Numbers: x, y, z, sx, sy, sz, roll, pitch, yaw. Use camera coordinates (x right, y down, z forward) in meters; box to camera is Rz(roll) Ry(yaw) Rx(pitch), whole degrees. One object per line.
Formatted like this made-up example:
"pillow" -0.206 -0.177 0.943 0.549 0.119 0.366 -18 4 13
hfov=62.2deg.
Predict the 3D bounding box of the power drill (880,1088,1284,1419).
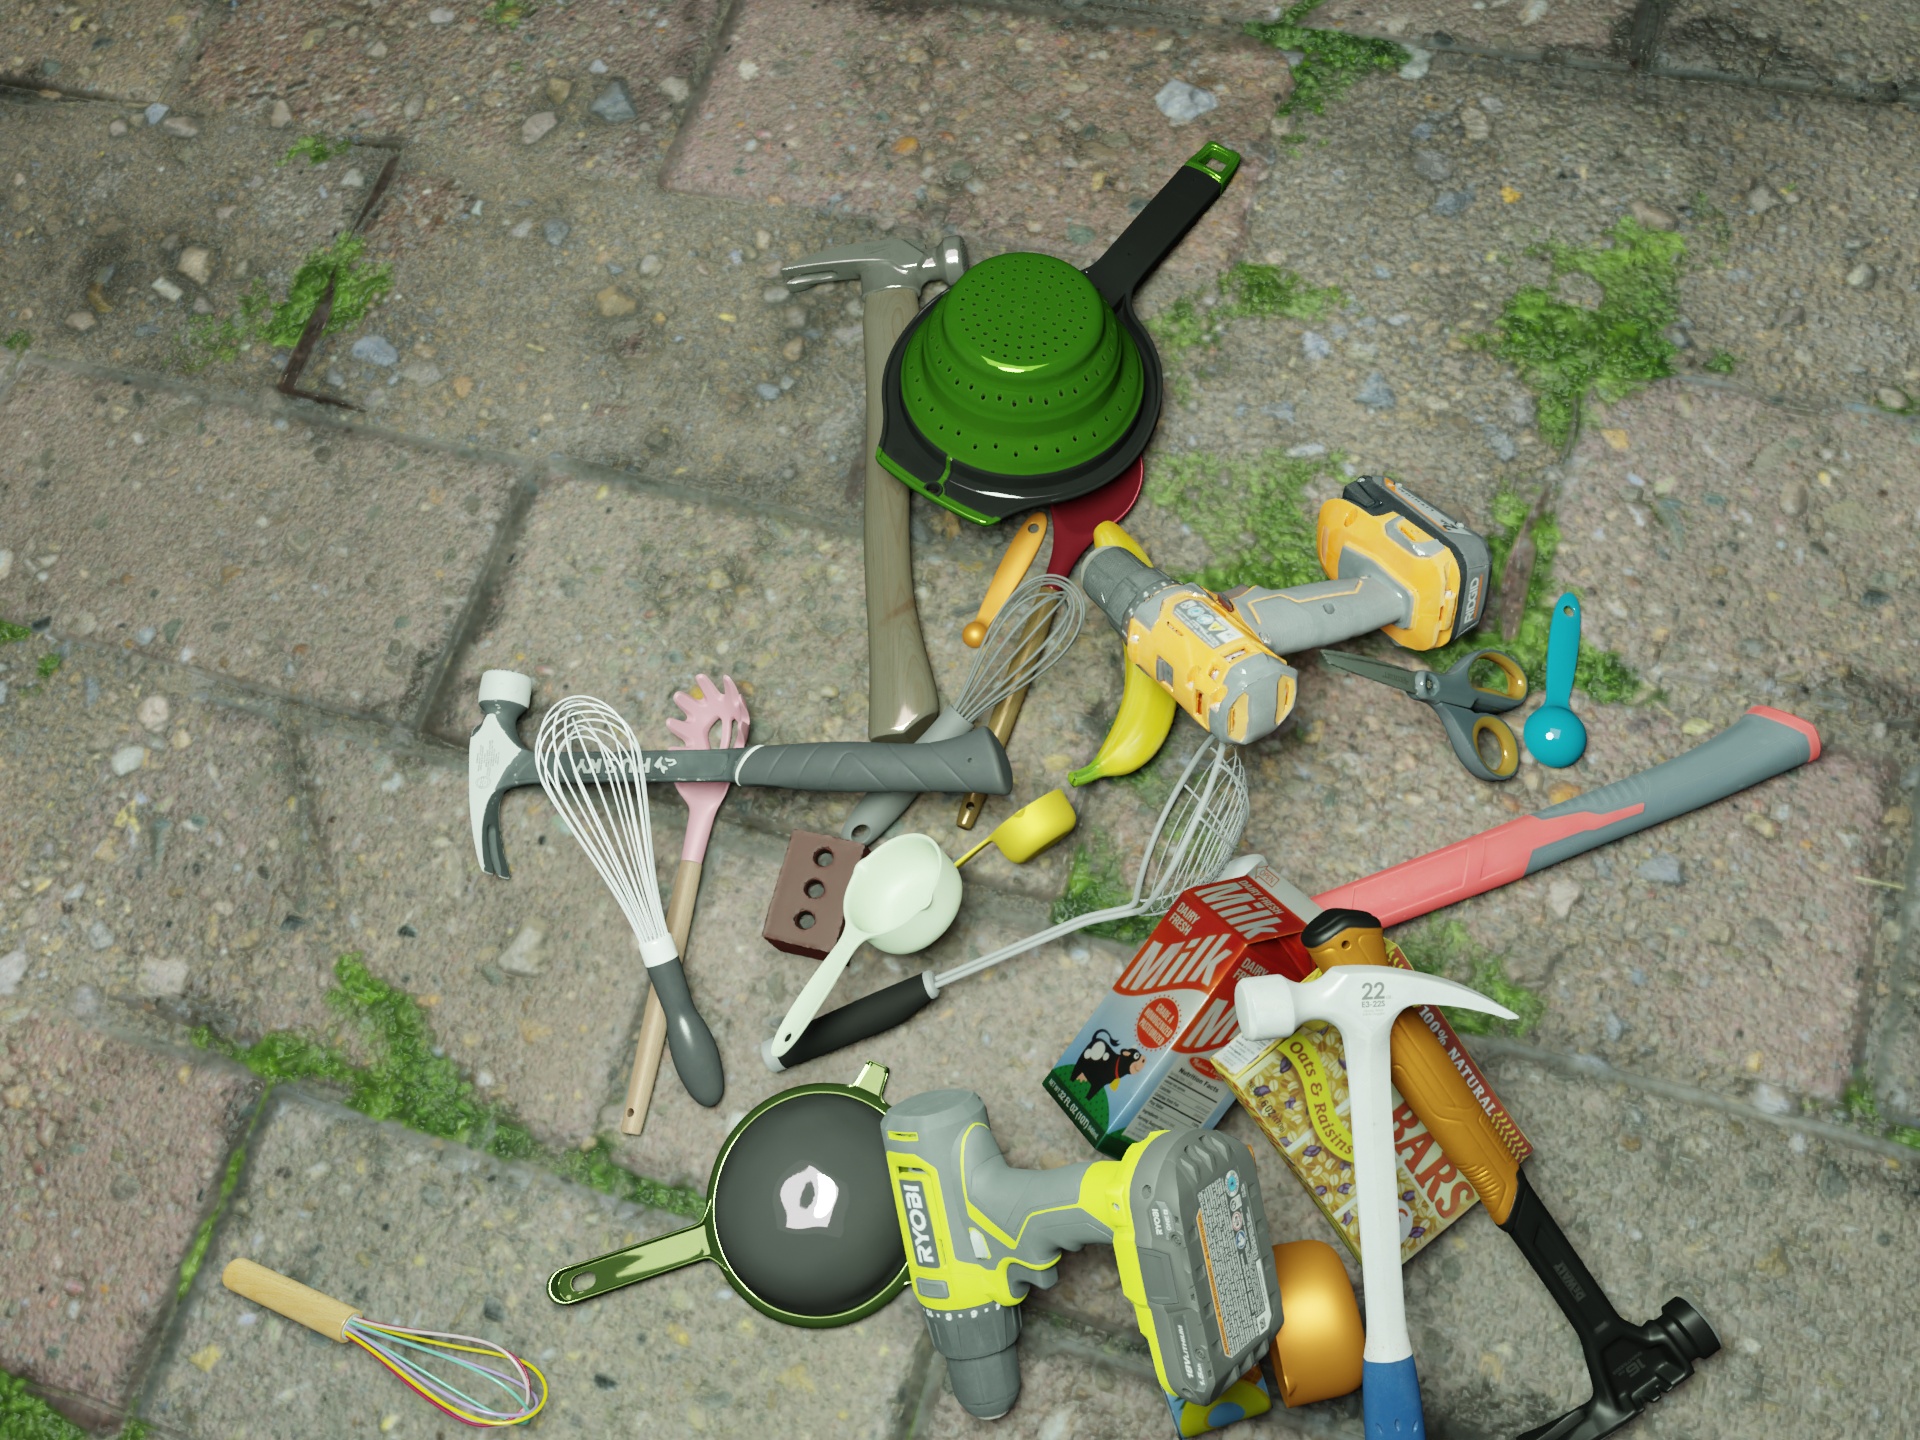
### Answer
"power drill" 0.060 0.310 0.897 0.228 0.080 0.190 -10 92 41

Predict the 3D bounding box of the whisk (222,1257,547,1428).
"whisk" -0.370 0.395 1.019 0.245 0.051 0.047 15 52 18

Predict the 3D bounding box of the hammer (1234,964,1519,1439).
"hammer" 0.236 0.331 0.856 0.144 0.035 0.405 -5 94 -3

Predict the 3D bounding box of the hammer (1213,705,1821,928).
"hammer" 0.367 0.093 1.013 0.386 0.038 0.143 -21 69 1

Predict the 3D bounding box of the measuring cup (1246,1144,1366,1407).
"measuring cup" 0.194 0.307 0.901 0.052 0.095 0.173 -10 113 1

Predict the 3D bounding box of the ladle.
"ladle" 0.057 -0.069 1.128 0.069 0.031 0.315 19 75 9

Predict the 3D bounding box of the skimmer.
"skimmer" 0.023 0.121 1.027 0.363 0.127 0.090 -25 96 6

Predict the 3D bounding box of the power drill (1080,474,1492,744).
"power drill" 0.206 -0.086 1.046 0.226 0.084 0.186 -23 44 -19

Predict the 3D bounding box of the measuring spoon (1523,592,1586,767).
"measuring spoon" 0.403 -0.031 1.058 0.042 0.021 0.129 15 70 -3

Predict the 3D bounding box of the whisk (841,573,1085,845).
"whisk" -0.002 -0.004 1.087 0.055 0.055 0.239 42 94 20

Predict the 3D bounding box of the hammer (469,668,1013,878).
"hammer" -0.160 0.035 1.073 0.409 0.036 0.149 -1 75 21

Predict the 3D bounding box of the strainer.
"strainer" -0.144 0.315 0.992 0.256 0.069 0.152 -18 68 0

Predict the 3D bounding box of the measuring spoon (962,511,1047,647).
"measuring spoon" 0.033 -0.104 1.152 0.021 0.011 0.117 24 75 17

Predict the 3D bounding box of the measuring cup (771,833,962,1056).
"measuring cup" -0.060 0.150 1.011 0.083 0.038 0.167 20 71 51

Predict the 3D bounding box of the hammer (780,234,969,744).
"hammer" -0.063 -0.178 1.183 0.146 0.038 0.411 -5 69 9

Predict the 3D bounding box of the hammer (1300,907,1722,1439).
"hammer" 0.288 0.252 0.892 0.127 0.034 0.337 -34 95 -4

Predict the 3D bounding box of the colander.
"colander" 0.092 -0.319 1.151 0.204 0.094 0.397 33 69 16

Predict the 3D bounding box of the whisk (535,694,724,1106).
"whisk" -0.207 0.119 1.036 0.070 0.070 0.284 -19 95 2

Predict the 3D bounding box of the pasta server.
"pasta server" -0.194 0.122 1.090 0.060 0.040 0.316 3 71 22

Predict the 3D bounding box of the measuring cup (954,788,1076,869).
"measuring cup" 0.012 0.102 1.064 0.156 0.062 0.029 -38 79 5
